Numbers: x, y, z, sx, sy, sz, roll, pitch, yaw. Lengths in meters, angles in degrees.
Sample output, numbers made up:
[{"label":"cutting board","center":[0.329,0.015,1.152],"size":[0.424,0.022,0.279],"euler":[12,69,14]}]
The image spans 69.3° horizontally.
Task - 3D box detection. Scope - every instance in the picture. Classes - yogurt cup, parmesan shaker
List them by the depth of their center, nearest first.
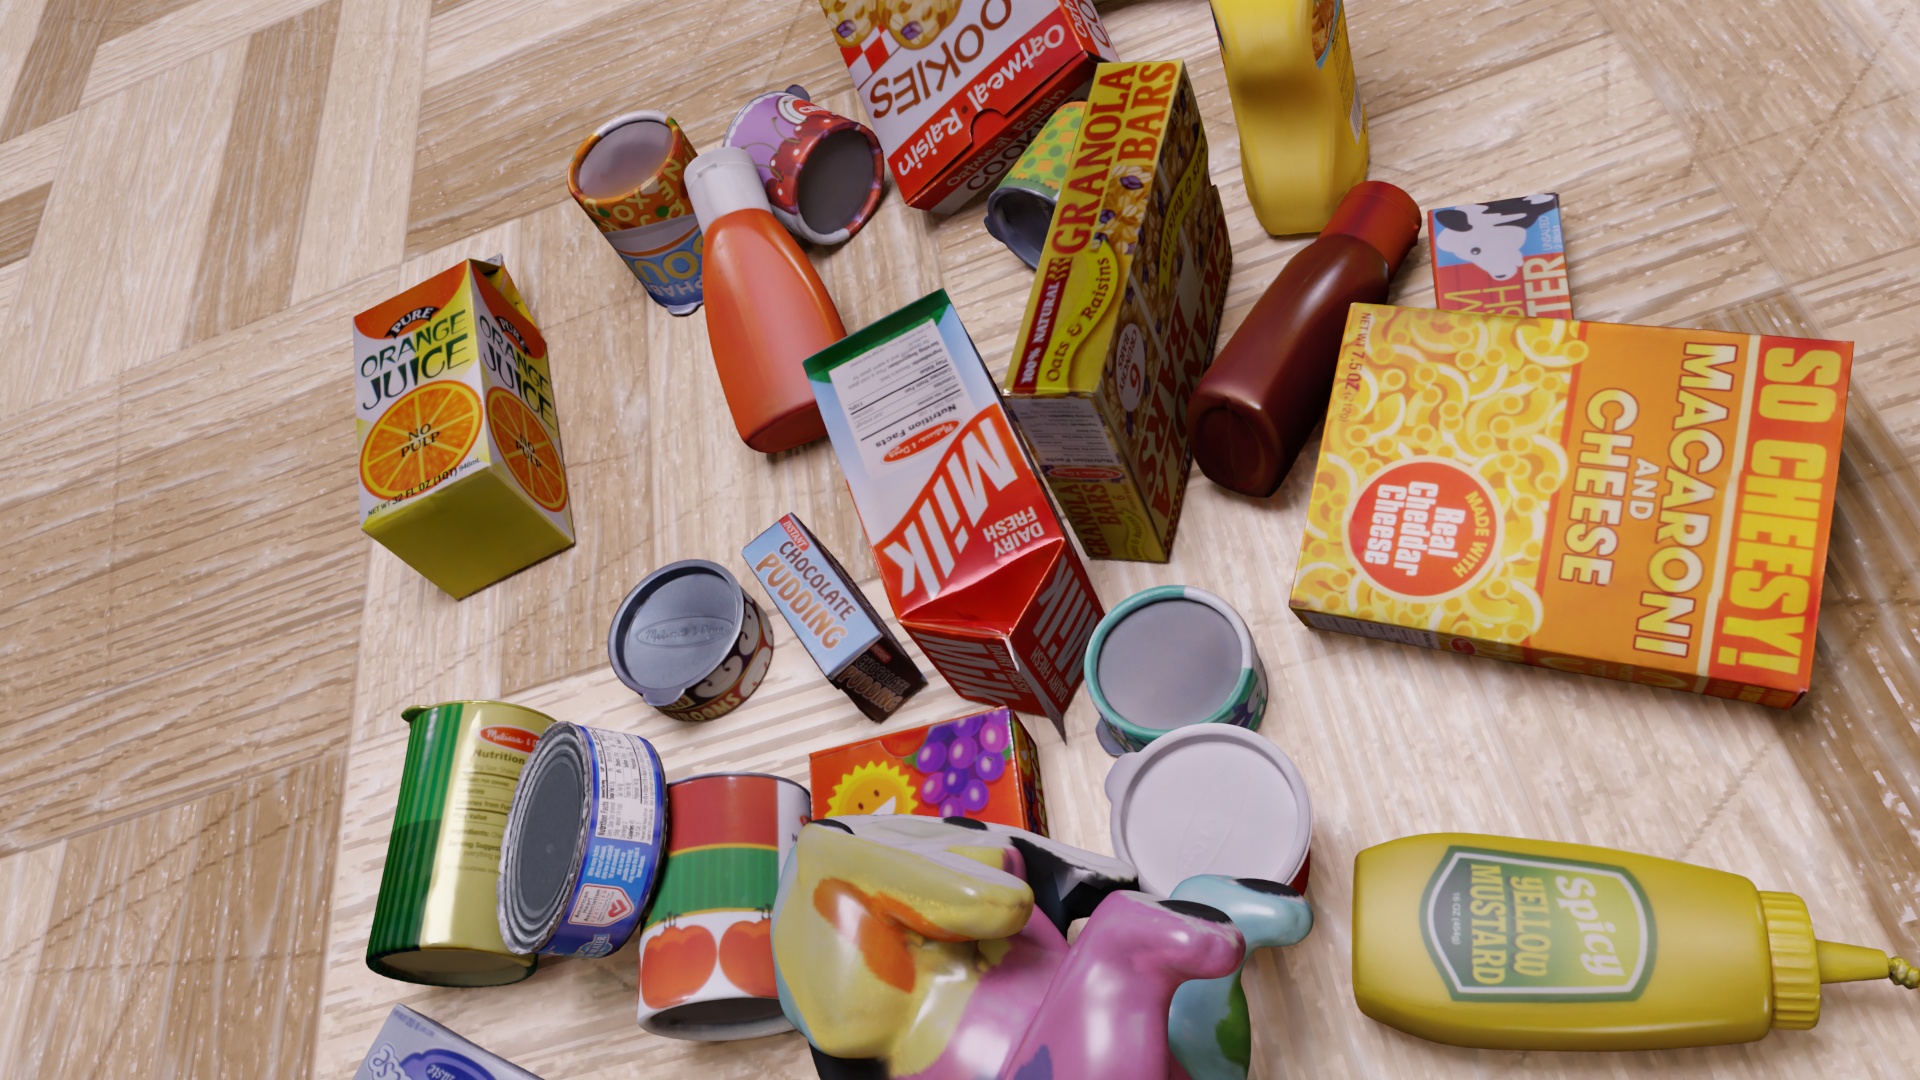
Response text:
[{"label":"yogurt cup","center":[0.090,0.104,0.482],"size":[0.072,0.053,0.073],"euler":[-10,57,16]},{"label":"parmesan shaker","center":[-0.206,0.126,0.577],"size":[0.071,0.071,0.103],"euler":[-11,57,15]}]

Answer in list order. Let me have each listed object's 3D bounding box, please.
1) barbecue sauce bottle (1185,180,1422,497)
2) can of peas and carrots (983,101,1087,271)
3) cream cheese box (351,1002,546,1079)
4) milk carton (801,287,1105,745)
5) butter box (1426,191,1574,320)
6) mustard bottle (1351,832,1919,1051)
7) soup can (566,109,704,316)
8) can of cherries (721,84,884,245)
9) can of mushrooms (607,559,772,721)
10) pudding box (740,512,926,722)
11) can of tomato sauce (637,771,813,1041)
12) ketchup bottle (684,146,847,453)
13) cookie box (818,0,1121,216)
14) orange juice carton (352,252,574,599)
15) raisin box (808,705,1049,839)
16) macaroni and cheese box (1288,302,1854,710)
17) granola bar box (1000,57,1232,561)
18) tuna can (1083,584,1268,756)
[{"label":"barbecue sauce bottle","center":[0.147,-0.090,0.578],"size":[0.044,0.064,0.149],"euler":[22,61,29]},{"label":"can of peas and carrots","center":[0.054,-0.163,0.656],"size":[0.071,0.070,0.059],"euler":[25,71,32]},{"label":"cream cheese box","center":[-0.194,0.225,0.539],"size":[0.104,0.024,0.053],"euler":[14,66,28]},{"label":"milk carton","center":[0.002,-0.007,0.576],"size":[0.073,0.072,0.191],"euler":[-27,53,5]},{"label":"butter box","center":[0.223,-0.096,0.572],"size":[0.053,0.024,0.104],"euler":[-4,59,19]},{"label":"mustard bottle","center":[0.204,0.125,0.428],"size":[0.160,0.048,0.065],"euler":[-3,61,20]},{"label":"soup can","center":[-0.158,-0.172,0.734],"size":[0.071,0.083,0.071],"euler":[-10,58,16]},{"label":"can of cherries","center":[-0.081,-0.198,0.728],"size":[0.058,0.071,0.071],"euler":[32,76,33]},{"label":"can of mushrooms","center":[-0.119,0.047,0.614],"size":[0.071,0.033,0.071],"euler":[-10,57,15]},{"label":"pudding box","center":[-0.054,0.032,0.587],"size":[0.030,0.049,0.084],"euler":[-39,53,-2]},{"label":"can of tomato sauce","center":[-0.089,0.139,0.525],"size":[0.071,0.071,0.083],"euler":[-15,57,13]},{"label":"ketchup bottle","center":[-0.097,-0.120,0.674],"size":[0.064,0.043,0.149],"euler":[-24,74,12]},{"label":"cookie box","center":[-0.005,-0.268,0.697],"size":[0.122,0.040,0.168],"euler":[-33,71,35]},{"label":"orange juice carton","center":[-0.261,-0.074,0.721],"size":[0.072,0.072,0.193],"euler":[-25,54,6]},{"label":"raisin box","center":[-0.009,0.131,0.515],"size":[0.086,0.040,0.124],"euler":[-16,55,13]},{"label":"macaroni and cheese box","center":[0.216,-0.017,0.501],"size":[0.166,0.040,0.124],"euler":[9,79,26]},{"label":"granola bar box","center":[0.071,-0.092,0.568],"size":[0.039,0.123,0.166],"euler":[4,62,24]},{"label":"tuna can","center":[0.080,0.053,0.531],"size":[0.071,0.032,0.071],"euler":[-10,57,15]}]
